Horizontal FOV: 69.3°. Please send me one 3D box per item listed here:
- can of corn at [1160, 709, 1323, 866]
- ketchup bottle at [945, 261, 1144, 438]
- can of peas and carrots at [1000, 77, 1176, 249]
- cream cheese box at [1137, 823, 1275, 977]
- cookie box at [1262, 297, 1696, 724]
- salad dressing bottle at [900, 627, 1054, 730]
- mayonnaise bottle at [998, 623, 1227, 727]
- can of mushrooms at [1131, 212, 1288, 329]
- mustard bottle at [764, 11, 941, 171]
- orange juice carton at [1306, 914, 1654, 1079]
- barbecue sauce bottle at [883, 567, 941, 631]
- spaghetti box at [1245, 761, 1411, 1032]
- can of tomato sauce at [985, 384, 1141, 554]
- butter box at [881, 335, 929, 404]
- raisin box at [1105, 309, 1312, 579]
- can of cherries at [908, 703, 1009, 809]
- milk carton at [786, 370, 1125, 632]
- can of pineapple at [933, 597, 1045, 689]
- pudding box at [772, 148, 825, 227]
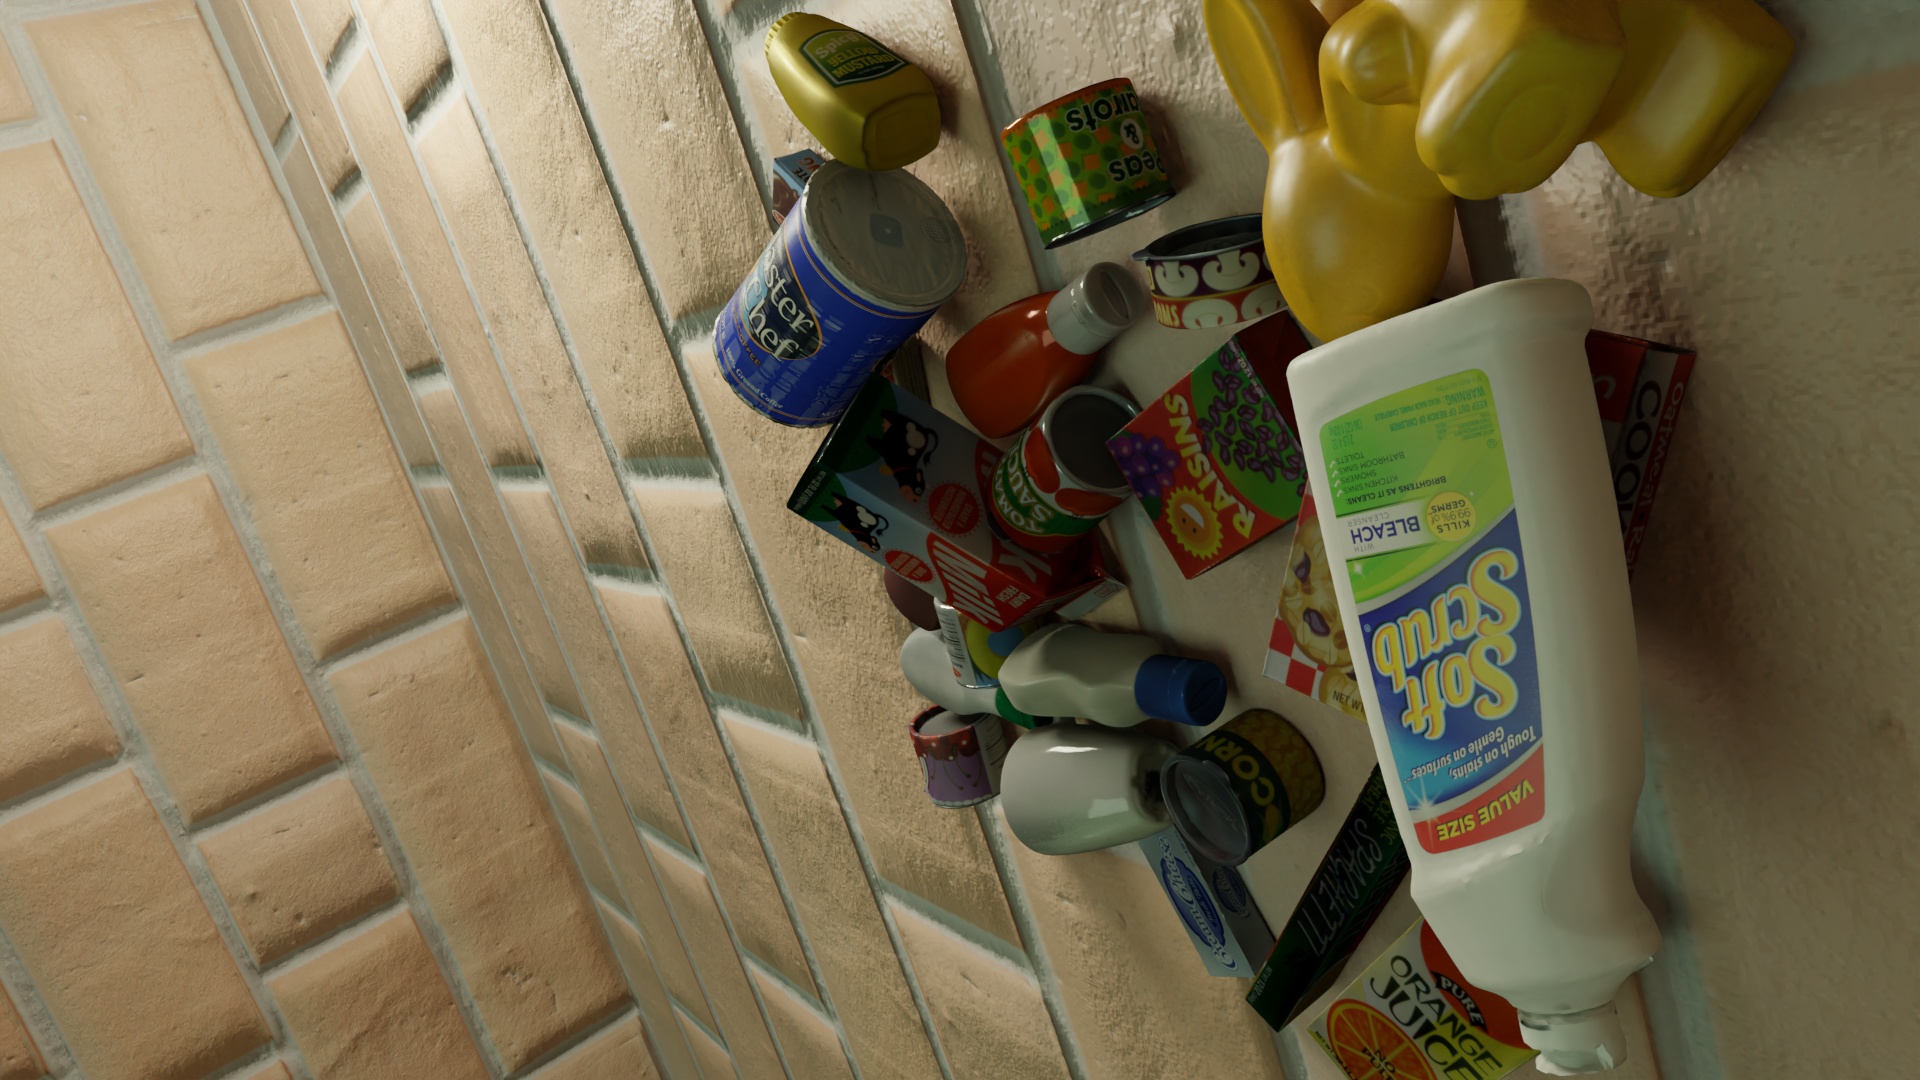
[{"bbox_3d":[0.152,0.130,0.747,0.071,0.058,0.070,39,143,38],"label":"can of corn"},{"bbox_3d":[0.044,-0.105,0.751,0.064,0.044,0.148,62,151,0],"label":"ketchup bottle"},{"bbox_3d":[0.060,-0.175,0.645,0.071,0.071,0.058,-13,101,61],"label":"can of peas and carrots"},{"bbox_3d":[0.151,0.218,0.855,0.104,0.024,0.053,61,153,5],"label":"cream cheese box"},{"bbox_3d":[0.191,-0.005,0.533,0.123,0.040,0.167,25,110,48],"label":"cookie box"},{"bbox_3d":[0.016,0.097,0.962,0.148,0.044,0.064,17,125,52],"label":"salad dressing bottle"},{"bbox_3d":[0.089,0.081,0.811,0.148,0.065,0.041,4,127,54],"label":"mayonnaise bottle"},{"bbox_3d":[0.112,-0.117,0.602,0.071,0.071,0.033,17,128,53],"label":"can of mushrooms"},{"bbox_3d":[-0.074,-0.267,0.798,0.161,0.065,0.048,47,151,36],"label":"mustard bottle"},{"bbox_3d":[0.241,0.203,0.643,0.072,0.073,0.191,49,148,25],"label":"orange juice carton"},{"bbox_3d":[-0.015,-0.004,0.931,0.065,0.044,0.147,49,147,24],"label":"barbecue sauce bottle"},{"bbox_3d":[0.201,0.177,0.713,0.029,0.050,0.248,44,145,29],"label":"spaghetti box"},{"bbox_3d":[0.057,-0.038,0.756,0.071,0.071,0.082,59,151,9],"label":"can of tomato sauce"},{"bbox_3d":[-0.044,-0.091,0.928,0.053,0.024,0.103,23,132,49],"label":"butter box"},{"bbox_3d":[0.131,-0.042,0.664,0.086,0.040,0.123,59,150,7],"label":"raisin box"},{"bbox_3d":[-0.001,0.152,1.006,0.071,0.072,0.058,9,120,56],"label":"can of cherries"},{"bbox_3d":[0.003,-0.010,0.820,0.190,0.074,0.072,32,151,-9],"label":"milk carton"},{"bbox_3d":[0.023,0.055,0.895,0.071,0.071,0.057,11,121,56],"label":"can of pineapple"},{"bbox_3d":[-0.089,-0.210,0.900,0.084,0.030,0.049,47,148,28],"label":"pudding box"}]
